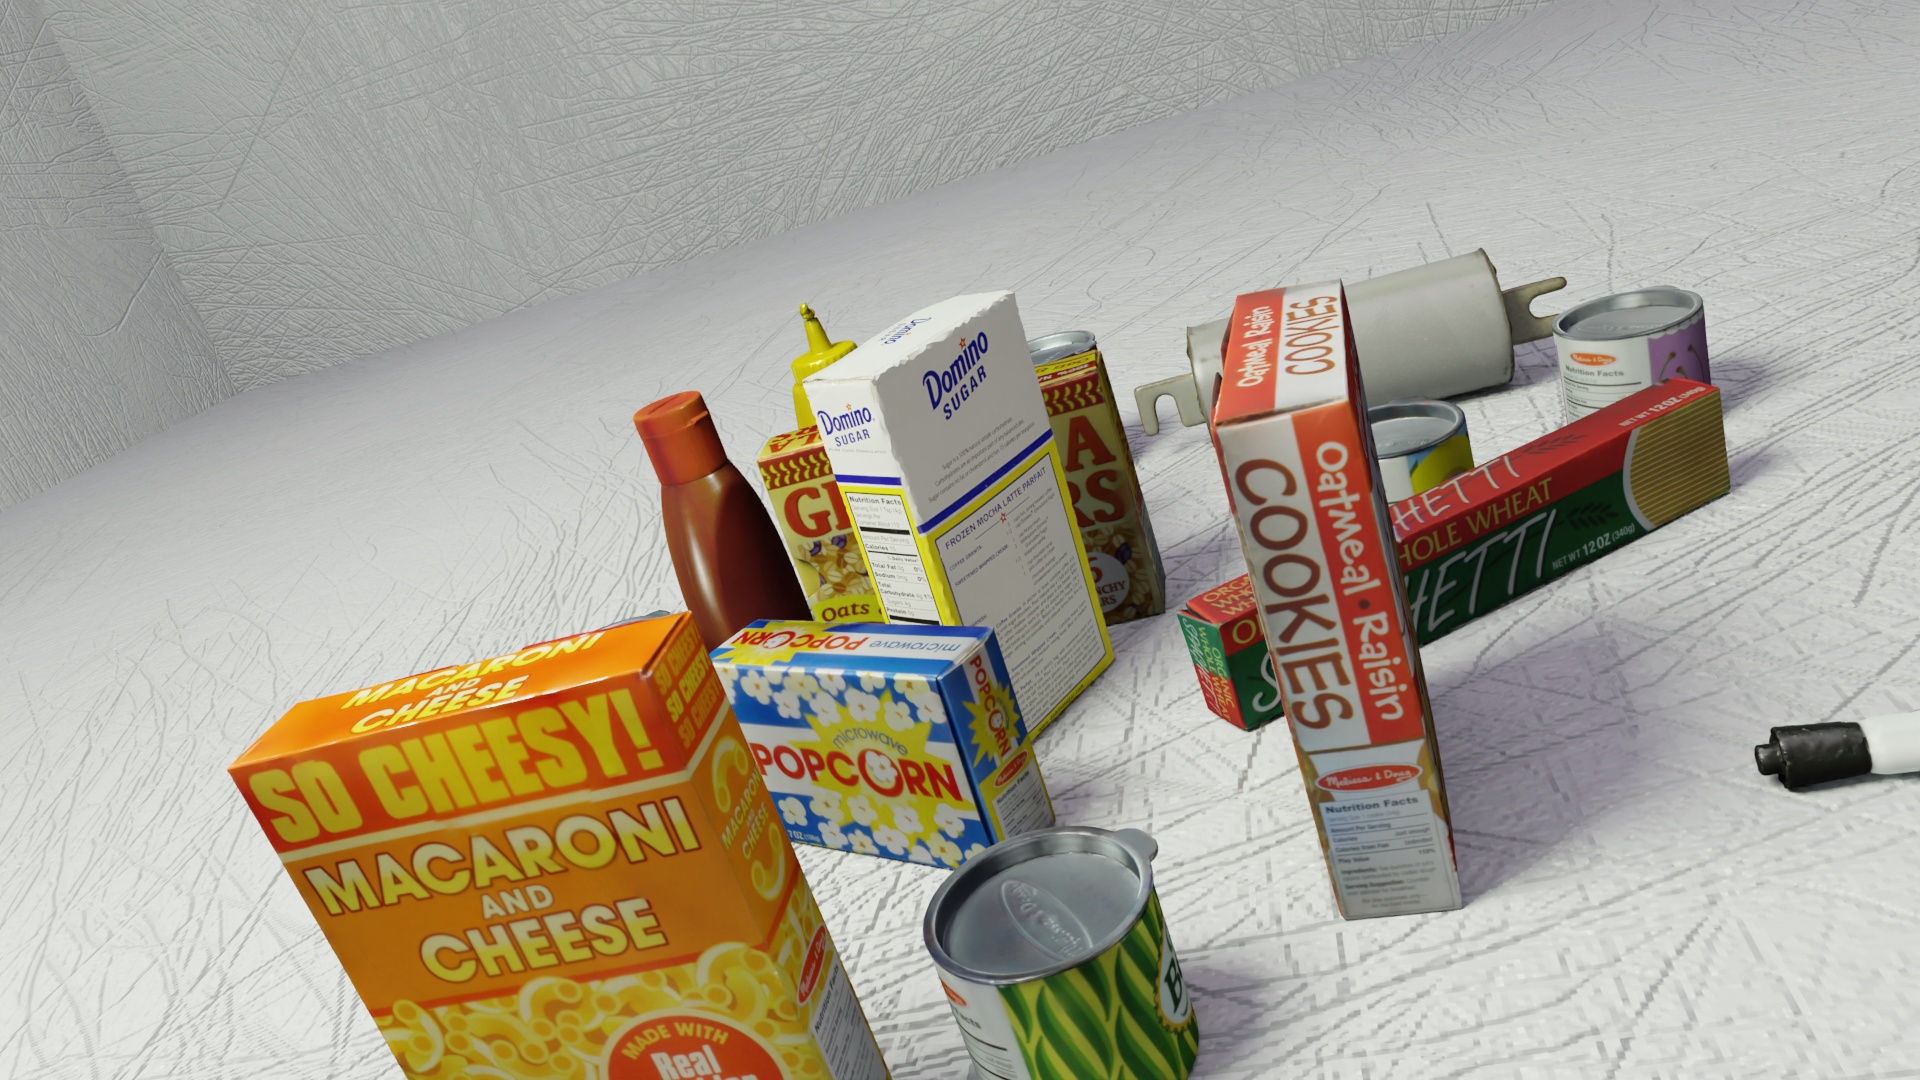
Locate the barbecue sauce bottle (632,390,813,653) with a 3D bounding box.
[{"bbox_3d":[-0.124,-0.003,0.715,0.043,0.148,0.065,-5,24,33],"label":"barbecue sauce bottle"}]

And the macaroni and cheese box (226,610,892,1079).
[{"bbox_3d":[-0.105,0.110,0.388,0.123,0.166,0.040,-14,21,13],"label":"macaroni and cheese box"}]

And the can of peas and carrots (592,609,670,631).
[{"bbox_3d":[-0.160,0.076,0.674,0.071,0.058,0.071,-16,20,6],"label":"can of peas and carrots"}]

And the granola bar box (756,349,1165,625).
[{"bbox_3d":[0.002,-0.008,0.658,0.165,0.123,0.039,-14,21,12],"label":"granola bar box"}]

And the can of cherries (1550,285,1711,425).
[{"bbox_3d":[0.326,-0.084,0.670,0.071,0.058,0.072,-16,20,6],"label":"can of cherries"}]

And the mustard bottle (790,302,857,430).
[{"bbox_3d":[-0.062,-0.063,0.799,0.065,0.159,0.049,-27,22,-22],"label":"mustard bottle"}]

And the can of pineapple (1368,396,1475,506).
[{"bbox_3d":[0.200,-0.026,0.629,0.071,0.057,0.071,-16,20,6],"label":"can of pineapple"}]

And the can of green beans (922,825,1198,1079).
[{"bbox_3d":[0.029,0.124,0.394,0.071,0.057,0.071,-16,20,6],"label":"can of green beans"}]

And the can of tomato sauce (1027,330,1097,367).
[{"bbox_3d":[0.062,-0.077,0.840,0.071,0.082,0.071,-16,20,6],"label":"can of tomato sauce"}]

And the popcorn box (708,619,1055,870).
[{"bbox_3d":[-0.033,0.076,0.530,0.126,0.085,0.038,-1,26,39],"label":"popcorn box"}]

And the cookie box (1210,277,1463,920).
[{"bbox_3d":[0.120,0.013,0.443,0.040,0.167,0.123,-12,21,19],"label":"cookie box"}]

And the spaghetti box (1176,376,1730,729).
[{"bbox_3d":[0.206,0.002,0.565,0.251,0.050,0.029,-24,21,-13],"label":"spaghetti box"}]
